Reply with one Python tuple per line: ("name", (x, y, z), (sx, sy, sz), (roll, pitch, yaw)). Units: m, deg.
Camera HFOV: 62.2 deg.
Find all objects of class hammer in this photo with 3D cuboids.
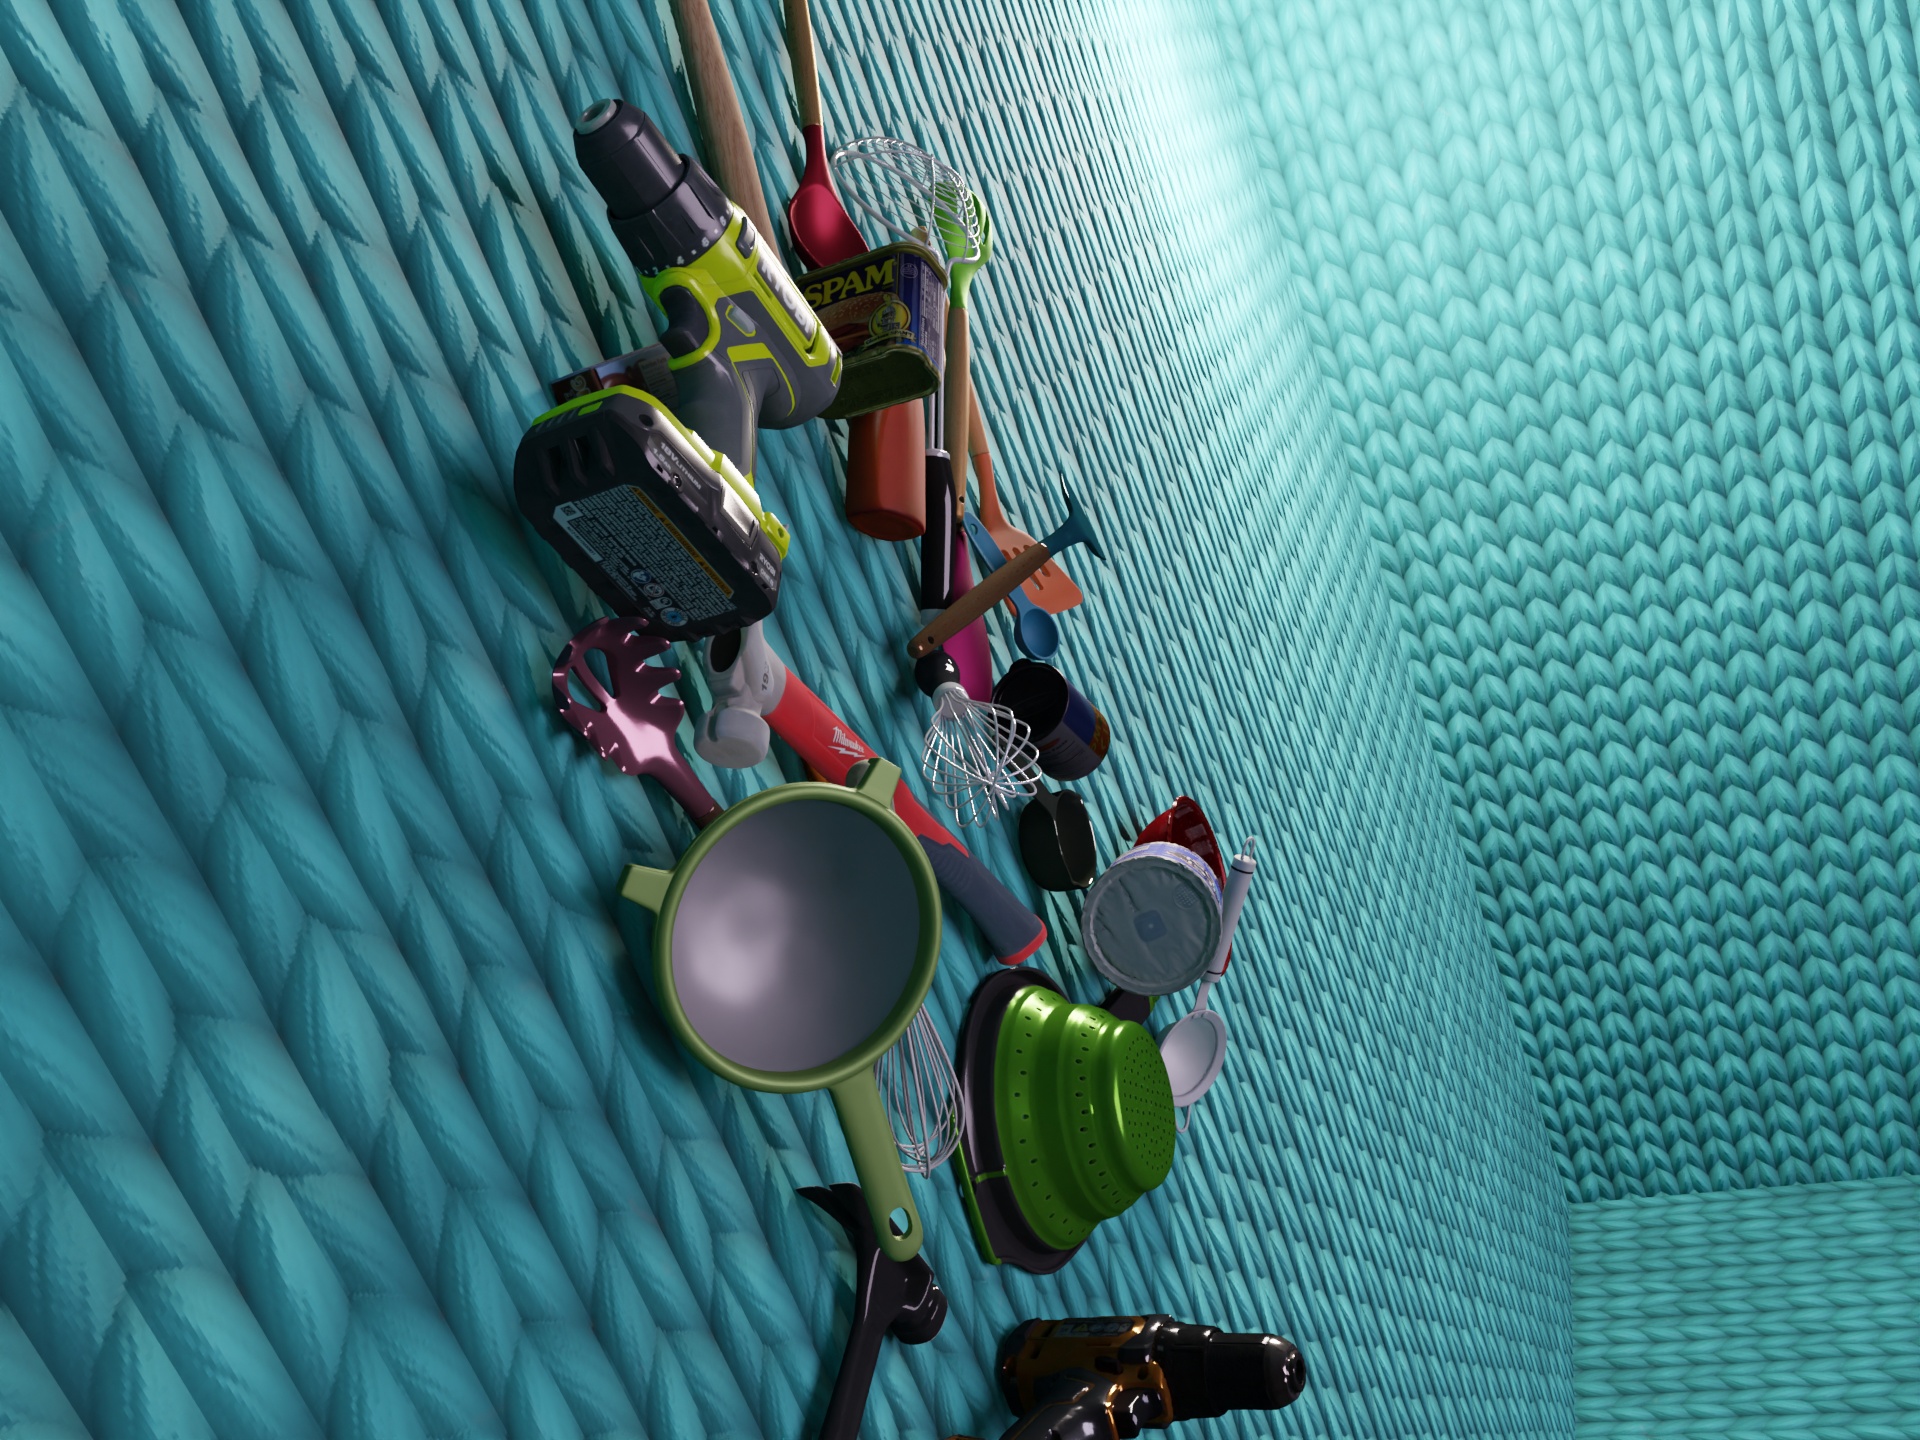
("hammer", (-0.075, 0.386, 0.740), (0.127, 0.034, 0.337), (61, 29, -32))
("hammer", (-0.153, -0.391, 0.982), (0.130, 0.031, 0.331), (-24, 100, -65))
("hammer", (-0.037, 0.042, 0.976), (0.385, 0.038, 0.143), (49, 38, -49))

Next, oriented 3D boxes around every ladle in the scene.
("ladle", (-0.106, -0.433, 1.107), (0.069, 0.031, 0.316), (8, 67, -43))

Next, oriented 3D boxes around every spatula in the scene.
("spatula", (0.016, -0.234, 1.247), (0.081, 0.041, 0.322), (-16, 90, -41))
("spatula", (0.040, -0.109, 1.167), (0.317, 0.044, 0.082), (-40, 107, -50))

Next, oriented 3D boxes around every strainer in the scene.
("strainer", (0.203, 0.215, 1.315), (0.086, 0.050, 0.258), (4, 107, -40))
("strainer", (-0.074, 0.151, 0.798), (0.151, 0.069, 0.256), (-24, 106, -27))

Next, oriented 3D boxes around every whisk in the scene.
("whisk", (-0.036, 0.141, 0.886), (0.059, 0.058, 0.246), (-142, -137, -73))
("whisk", (-0.001, -0.004, 0.968), (0.285, 0.070, 0.070), (-116, -176, -73))

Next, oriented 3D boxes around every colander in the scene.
("colander", (0.116, 0.248, 1.145), (0.397, 0.094, 0.204), (-26, 101, -65))

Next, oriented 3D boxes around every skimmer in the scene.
("skimmer", (-0.037, -0.246, 1.149), (0.127, 0.090, 0.363), (4, 84, -45))

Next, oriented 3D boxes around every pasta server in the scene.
("pasta server", (-0.115, 0.064, 0.819), (0.060, 0.040, 0.315), (-52, 132, -24))

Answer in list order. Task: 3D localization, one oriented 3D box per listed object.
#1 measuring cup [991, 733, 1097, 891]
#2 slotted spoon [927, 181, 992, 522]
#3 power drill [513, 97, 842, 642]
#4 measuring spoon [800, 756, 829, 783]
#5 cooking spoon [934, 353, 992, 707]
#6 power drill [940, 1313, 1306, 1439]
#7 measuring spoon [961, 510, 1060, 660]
("measuring cup", (0.050, 0.065, 1.172), (0.167, 0.038, 0.083), (51, 35, -40))
("slotted spoon", (0.000, -0.289, 1.215), (0.070, 0.031, 0.314), (23, 59, -41))
("power drill", (-0.138, -0.171, 0.773), (0.190, 0.080, 0.229), (51, 34, -43))
("measuring spoon", (-0.083, 0.026, 0.936), (0.021, 0.011, 0.117), (-44, 118, -62))
("cooking spoon", (-0.006, -0.163, 1.191), (0.068, 0.017, 0.319), (17, 62, -57))
("power drill", (0.081, 0.405, 0.889), (0.226, 0.185, 0.084), (-19, 97, -62))
("measuring spoon", (0.031, -0.099, 1.193), (0.042, 0.021, 0.128), (-43, 105, -43))
